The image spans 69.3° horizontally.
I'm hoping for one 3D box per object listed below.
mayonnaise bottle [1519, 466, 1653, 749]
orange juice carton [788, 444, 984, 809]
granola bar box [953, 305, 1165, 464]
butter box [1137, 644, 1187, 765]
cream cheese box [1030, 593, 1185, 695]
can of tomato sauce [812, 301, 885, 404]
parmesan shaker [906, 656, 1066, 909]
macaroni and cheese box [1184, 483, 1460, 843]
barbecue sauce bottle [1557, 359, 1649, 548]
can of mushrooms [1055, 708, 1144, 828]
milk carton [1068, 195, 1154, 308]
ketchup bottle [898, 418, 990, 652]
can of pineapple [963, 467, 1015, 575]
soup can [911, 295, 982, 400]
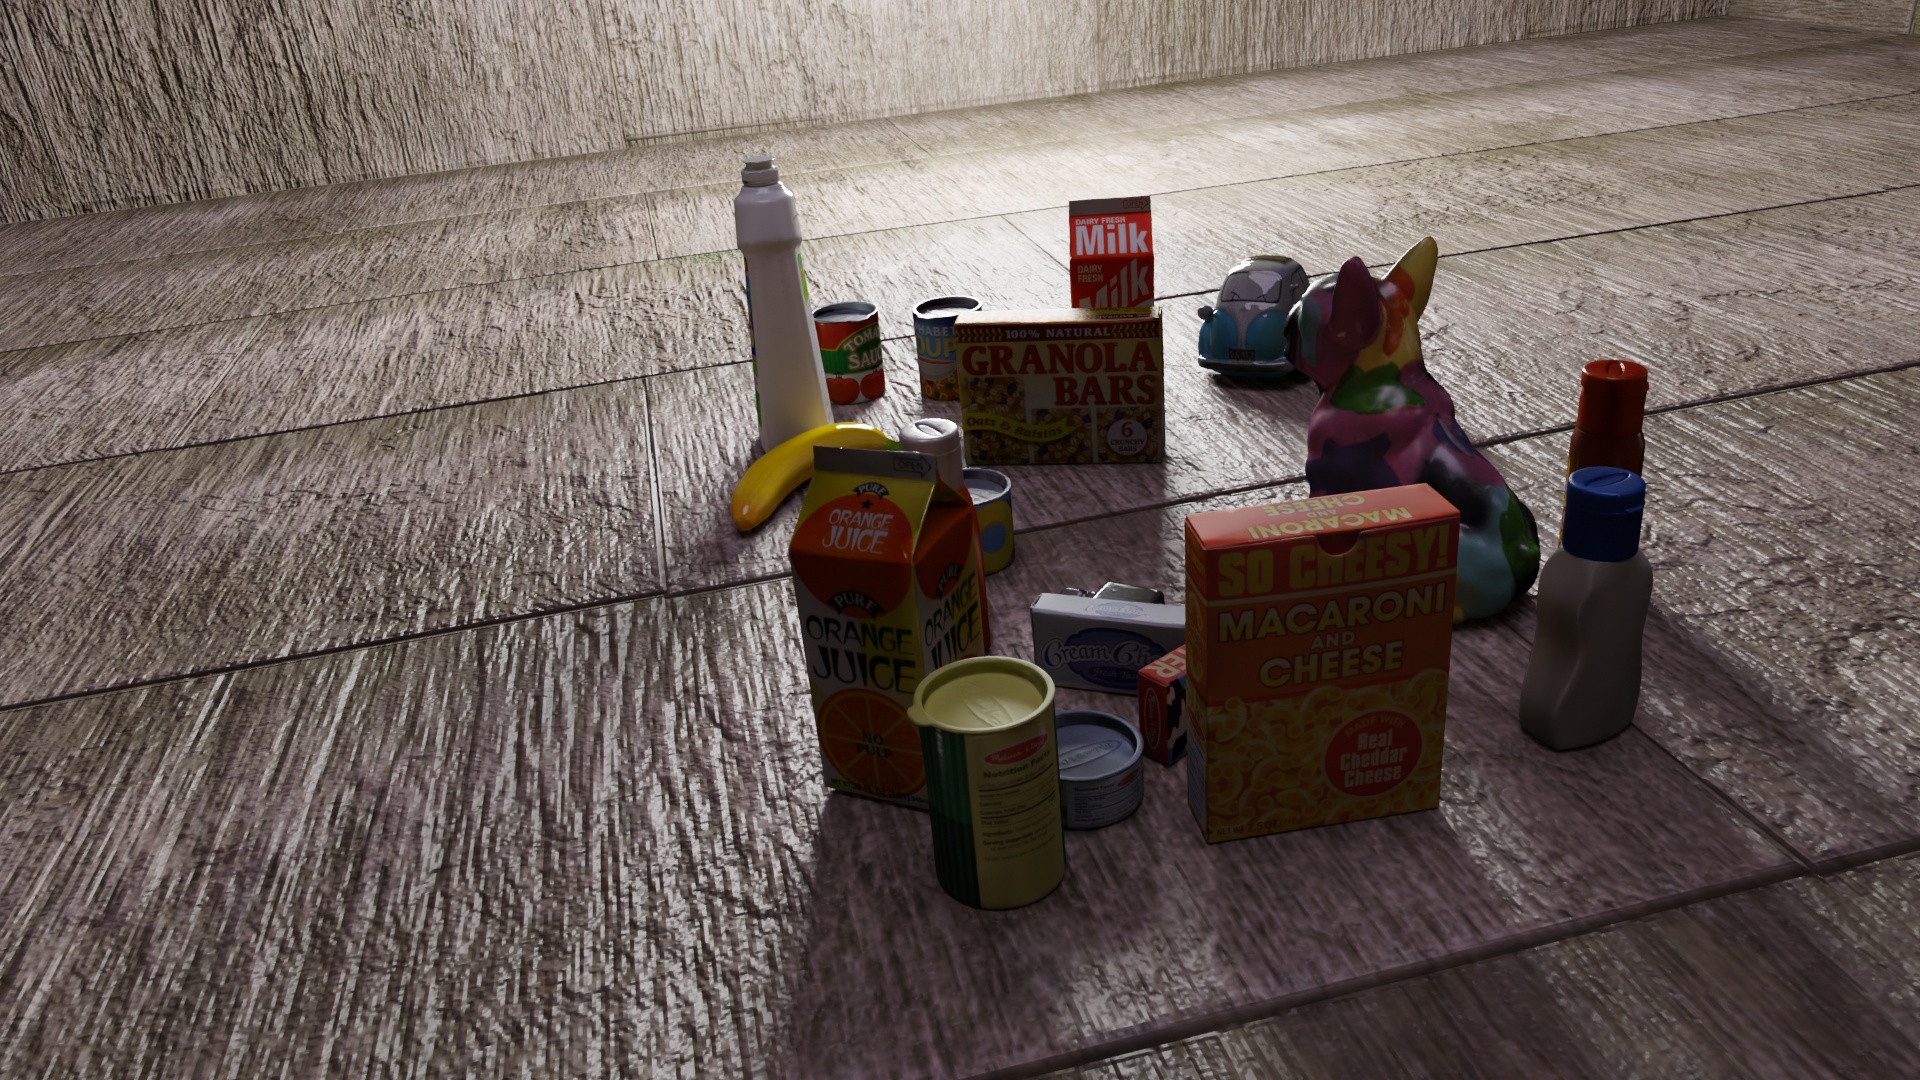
[{"bbox_3d":[0.330,0.035,0.727,0.065,0.147,0.041,-15,27,-20],"label":"mayonnaise bottle"},{"bbox_3d":[-0.036,0.040,0.733,0.072,0.191,0.073,7,28,24],"label":"orange juice carton"},{"bbox_3d":[0.082,-0.125,1.132,0.165,0.123,0.039,0,26,10],"label":"granola bar box"},{"bbox_3d":[0.142,0.079,0.779,0.104,0.053,0.024,-24,31,-34],"label":"butter box"},{"bbox_3d":[0.094,0.063,0.821,0.104,0.053,0.024,5,27,20],"label":"cream cheese box"},{"bbox_3d":[-0.106,-0.179,1.324,0.071,0.082,0.071,-4,26,2],"label":"can of tomato sauce"},{"bbox_3d":[0.013,0.117,0.668,0.071,0.102,0.071,-4,25,2],"label":"parmesan shaker"},{"bbox_3d":[0.175,0.062,0.679,0.124,0.165,0.040,-8,25,-5],"label":"macaroni and cheese box"},{"bbox_3d":[0.399,-0.037,0.862,0.043,0.147,0.065,6,28,23],"label":"barbecue sauce bottle"},{"bbox_3d":[0.063,0.119,0.734,0.071,0.033,0.071,-4,26,2],"label":"can of mushrooms"},{"bbox_3d":[0.132,-0.203,1.207,0.072,0.189,0.074,-3,26,5],"label":"milk carton"},{"bbox_3d":[-0.012,-0.001,0.864,0.044,0.148,0.065,-19,29,-27],"label":"ketchup bottle"},{"bbox_3d":[0.004,-0.012,0.989,0.071,0.057,0.071,-4,26,2],"label":"can of pineapple"},{"bbox_3d":[-0.011,-0.181,1.311,0.071,0.083,0.071,-4,26,2],"label":"soup can"}]
